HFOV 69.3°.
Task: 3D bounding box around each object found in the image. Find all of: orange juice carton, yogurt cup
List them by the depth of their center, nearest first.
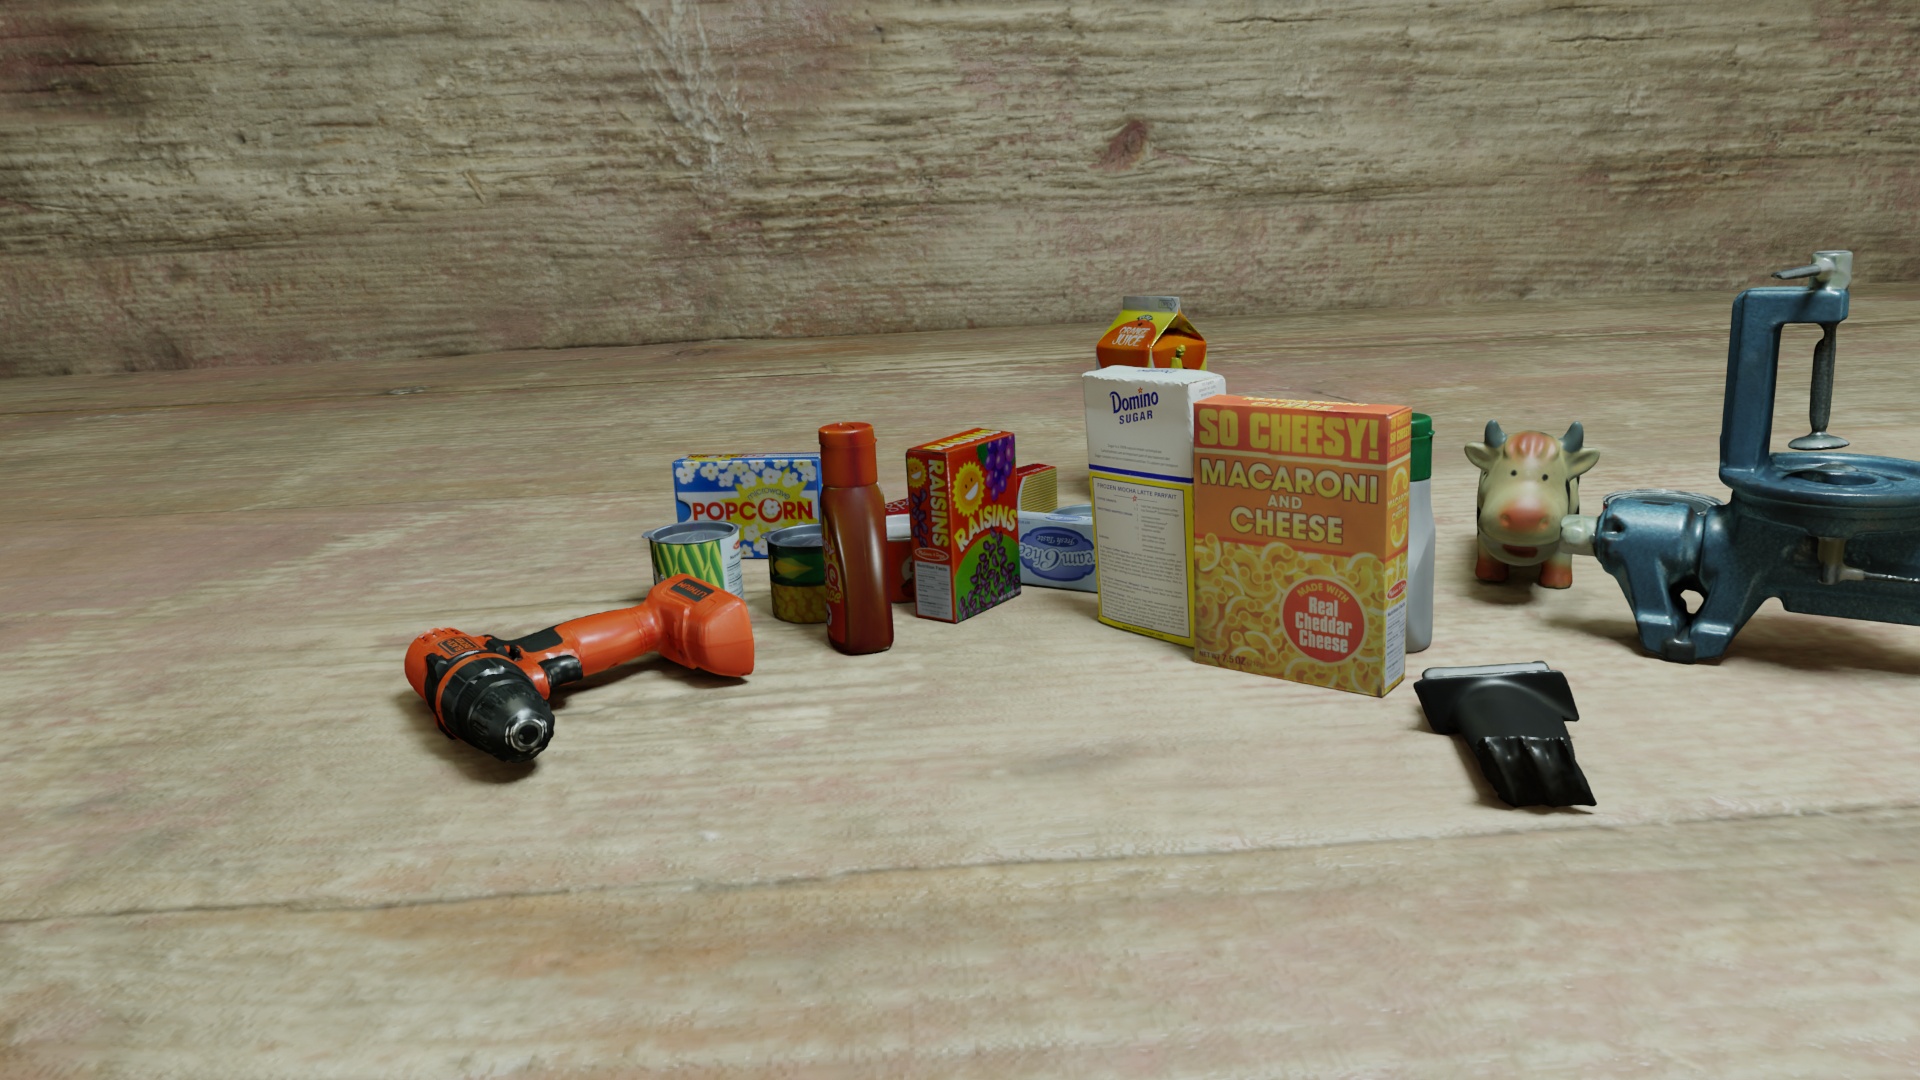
[{"bbox_3d":[-0.042,0.013,1.042,0.072,0.053,0.072,-3,14,1],"label":"yogurt cup"},{"bbox_3d":[0.174,-0.126,1.264,0.073,0.192,0.072,-13,17,-35],"label":"orange juice carton"}]

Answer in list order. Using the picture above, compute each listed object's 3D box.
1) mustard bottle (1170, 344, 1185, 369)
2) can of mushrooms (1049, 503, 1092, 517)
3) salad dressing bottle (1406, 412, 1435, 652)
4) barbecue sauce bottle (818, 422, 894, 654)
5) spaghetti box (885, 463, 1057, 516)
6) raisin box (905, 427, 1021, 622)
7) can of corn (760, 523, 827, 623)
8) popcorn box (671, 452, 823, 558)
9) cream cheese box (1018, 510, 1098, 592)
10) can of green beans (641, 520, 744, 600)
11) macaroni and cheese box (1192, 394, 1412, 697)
[{"bbox_3d":[0.183,-0.086,1.172,0.049,0.159,0.065,-1,14,7],"label":"mustard bottle"},{"bbox_3d":[0.108,-0.007,1.133,0.071,0.033,0.071,-3,15,1],"label":"can of mushrooms"},{"bbox_3d":[0.275,-0.005,0.873,0.044,0.147,0.064,5,16,28],"label":"salad dressing bottle"},{"bbox_3d":[-0.071,-0.003,0.924,0.044,0.148,0.065,-7,15,-16],"label":"barbecue sauce bottle"},{"bbox_3d":[-0.007,-0.018,1.164,0.028,0.050,0.251,10,19,42],"label":"spaghetti box"},{"bbox_3d":[0.004,-0.012,0.997,0.040,0.123,0.086,8,18,36],"label":"raisin box"},{"bbox_3d":[-0.108,0.023,1.009,0.071,0.058,0.071,-3,14,1],"label":"can of corn"},{"bbox_3d":[-0.173,-0.030,1.169,0.127,0.085,0.038,0,14,9],"label":"popcorn box"},{"bbox_3d":[0.078,0.008,1.041,0.104,0.053,0.024,5,16,28],"label":"cream cheese box"},{"bbox_3d":[-0.196,0.021,1.035,0.071,0.057,0.071,-3,14,1],"label":"can of green beans"},{"bbox_3d":[0.202,-0.001,0.830,0.124,0.166,0.040,8,18,36],"label":"macaroni and cheese box"}]
